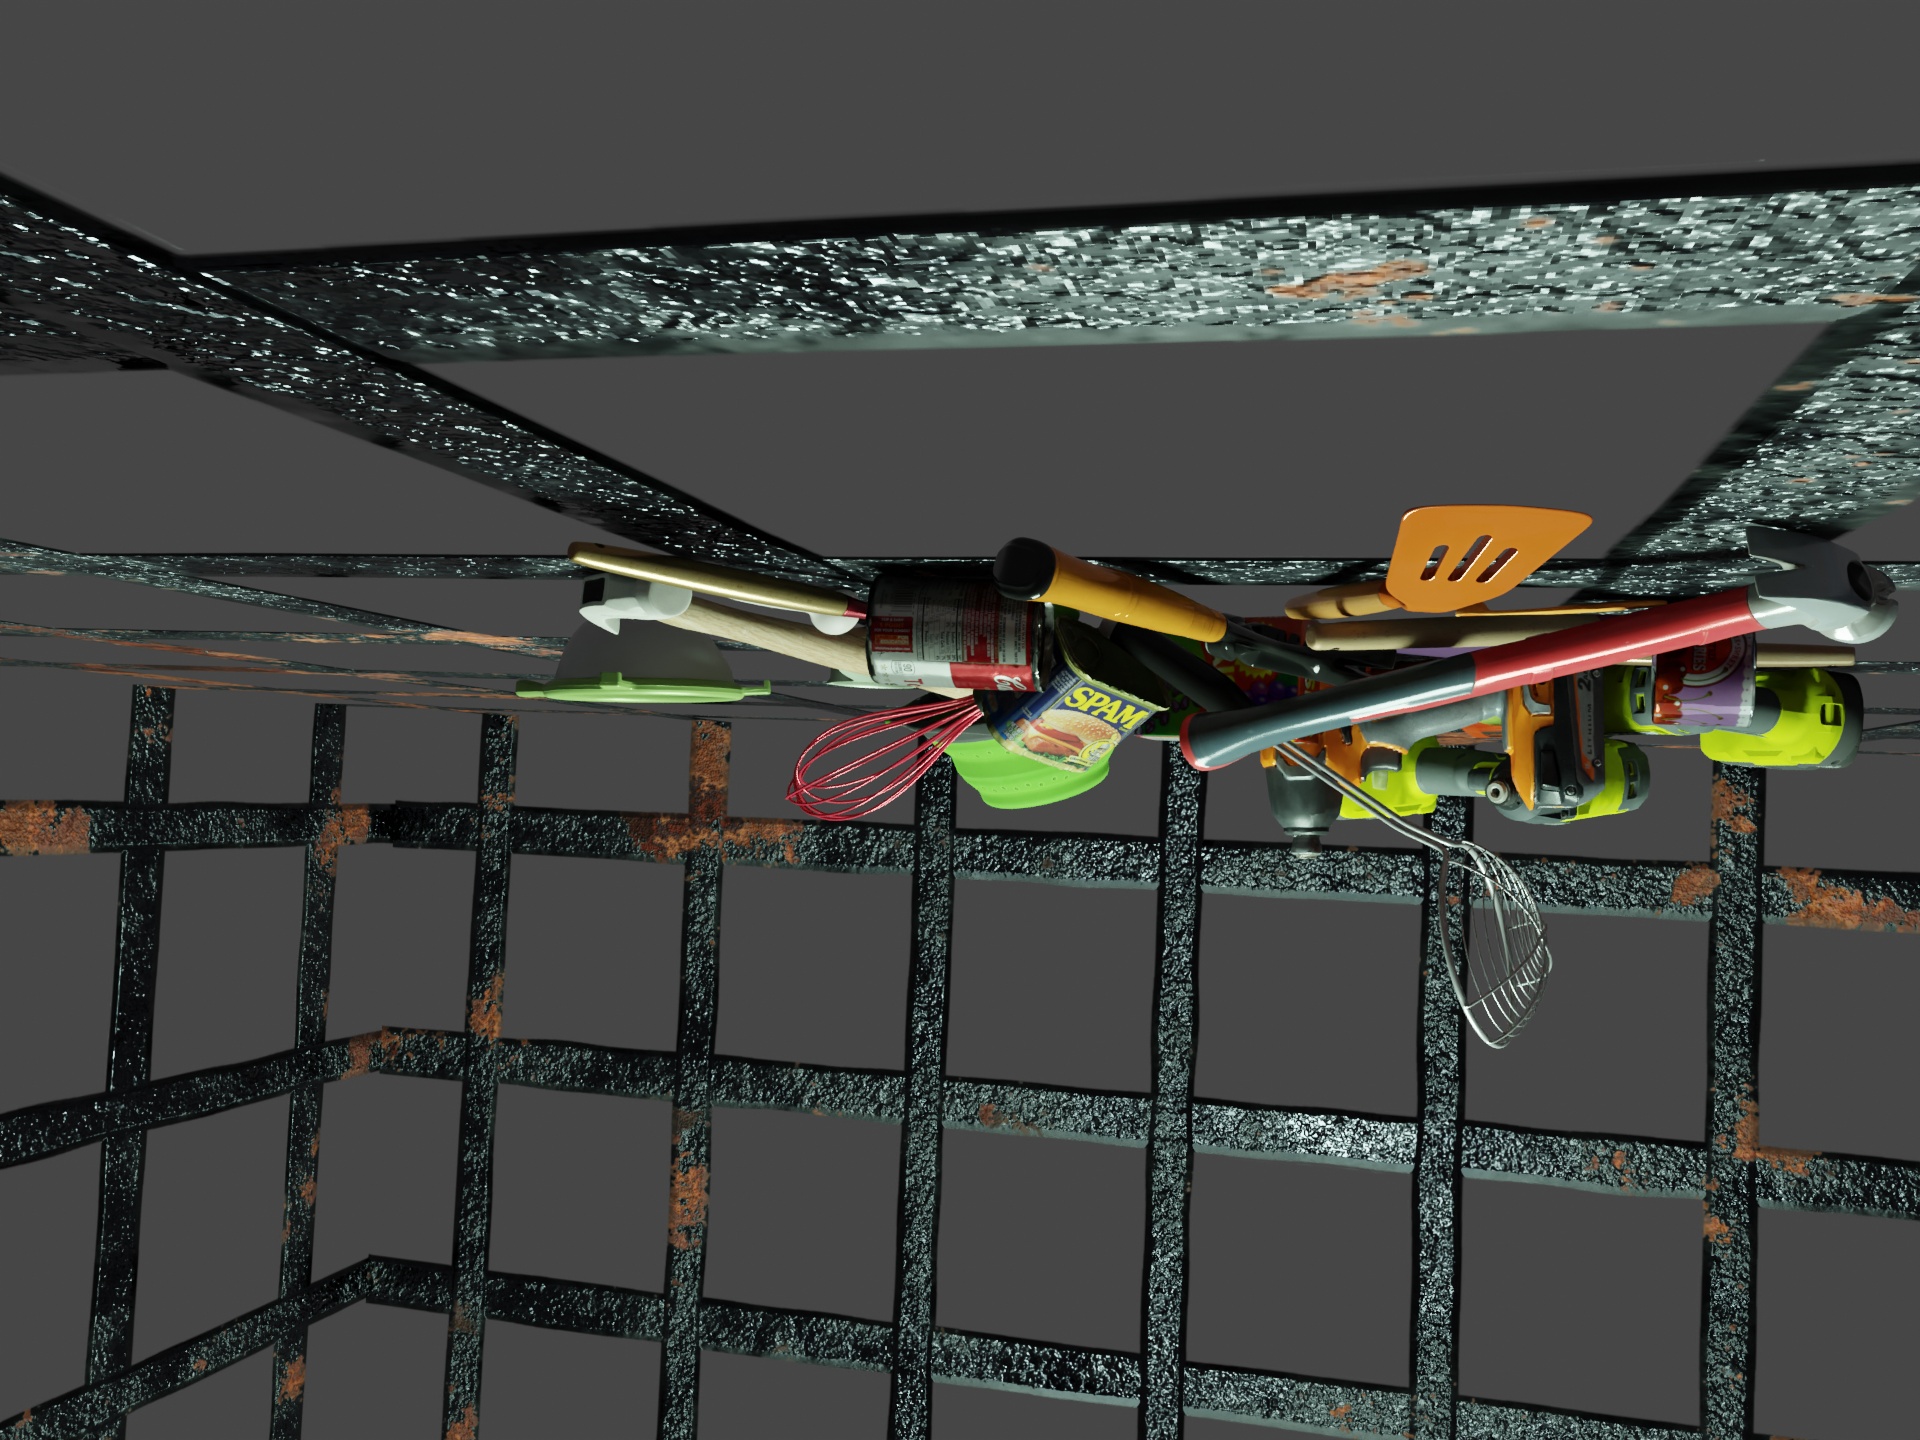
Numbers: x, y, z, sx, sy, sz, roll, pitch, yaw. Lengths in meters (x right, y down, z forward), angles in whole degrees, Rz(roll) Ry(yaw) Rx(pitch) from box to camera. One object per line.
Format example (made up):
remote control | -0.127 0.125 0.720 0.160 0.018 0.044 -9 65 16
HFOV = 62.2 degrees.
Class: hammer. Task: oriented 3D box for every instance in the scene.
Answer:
hammer | -0.111 -0.055 1.096 0.331 0.031 0.130 13 173 -43
hammer | 0.265 -0.026 0.845 0.143 0.038 0.386 6 164 -43
hammer | 0.132 -0.057 0.911 0.127 0.034 0.336 17 -175 36

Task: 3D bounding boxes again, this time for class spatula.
spatula | 0.215 -0.073 0.816 0.081 0.041 0.322 2 -179 -4
spatula | 0.459 -0.049 1.137 0.316 0.018 0.059 2 177 23

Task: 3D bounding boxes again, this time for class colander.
colander | 0.128 0.007 1.289 0.397 0.094 0.204 -7 -166 35

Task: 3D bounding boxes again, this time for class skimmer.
skimmer | 0.225 0.061 1.023 0.363 0.090 0.127 37 -149 15

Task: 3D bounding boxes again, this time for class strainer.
strainer | -0.276 -0.050 1.245 0.151 0.069 0.256 2 179 -45

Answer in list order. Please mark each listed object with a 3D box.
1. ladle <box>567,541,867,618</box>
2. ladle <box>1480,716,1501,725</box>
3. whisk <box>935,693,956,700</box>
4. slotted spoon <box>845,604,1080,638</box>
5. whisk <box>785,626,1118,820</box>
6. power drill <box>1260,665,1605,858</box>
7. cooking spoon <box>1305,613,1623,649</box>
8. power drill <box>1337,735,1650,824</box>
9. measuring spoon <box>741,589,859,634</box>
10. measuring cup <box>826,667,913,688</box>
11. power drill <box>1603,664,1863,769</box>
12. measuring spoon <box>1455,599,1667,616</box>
ladle | -0.094 -0.074 0.965 0.315 0.031 0.069 9 -155 -41
ladle | 0.324 -0.042 1.305 0.320 0.062 0.078 9 -176 38
whisk | 0.058 -0.048 1.251 0.239 0.055 0.055 -6 172 44
slotted spoon | -0.022 -0.064 1.180 0.070 0.031 0.314 4 178 -34
whisk | -0.002 -0.004 1.140 0.296 0.073 0.073 -27 168 17
power drill | 0.321 0.015 1.101 0.226 0.164 0.084 0 175 17
cooking spoon | 0.338 -0.053 0.903 0.318 0.017 0.069 -3 177 -19
power drill | 0.393 0.044 1.244 0.171 0.080 0.223 -4 -176 -39
measuring spoon | -0.108 -0.073 1.000 0.124 0.018 0.034 11 129 -49
measuring cup | -0.082 -0.053 1.368 0.083 0.038 0.167 2 175 6
power drill | 0.579 -0.010 1.278 0.228 0.080 0.190 6 176 -22
measuring spoon | 0.351 -0.069 0.932 0.117 0.011 0.021 -2 178 16
